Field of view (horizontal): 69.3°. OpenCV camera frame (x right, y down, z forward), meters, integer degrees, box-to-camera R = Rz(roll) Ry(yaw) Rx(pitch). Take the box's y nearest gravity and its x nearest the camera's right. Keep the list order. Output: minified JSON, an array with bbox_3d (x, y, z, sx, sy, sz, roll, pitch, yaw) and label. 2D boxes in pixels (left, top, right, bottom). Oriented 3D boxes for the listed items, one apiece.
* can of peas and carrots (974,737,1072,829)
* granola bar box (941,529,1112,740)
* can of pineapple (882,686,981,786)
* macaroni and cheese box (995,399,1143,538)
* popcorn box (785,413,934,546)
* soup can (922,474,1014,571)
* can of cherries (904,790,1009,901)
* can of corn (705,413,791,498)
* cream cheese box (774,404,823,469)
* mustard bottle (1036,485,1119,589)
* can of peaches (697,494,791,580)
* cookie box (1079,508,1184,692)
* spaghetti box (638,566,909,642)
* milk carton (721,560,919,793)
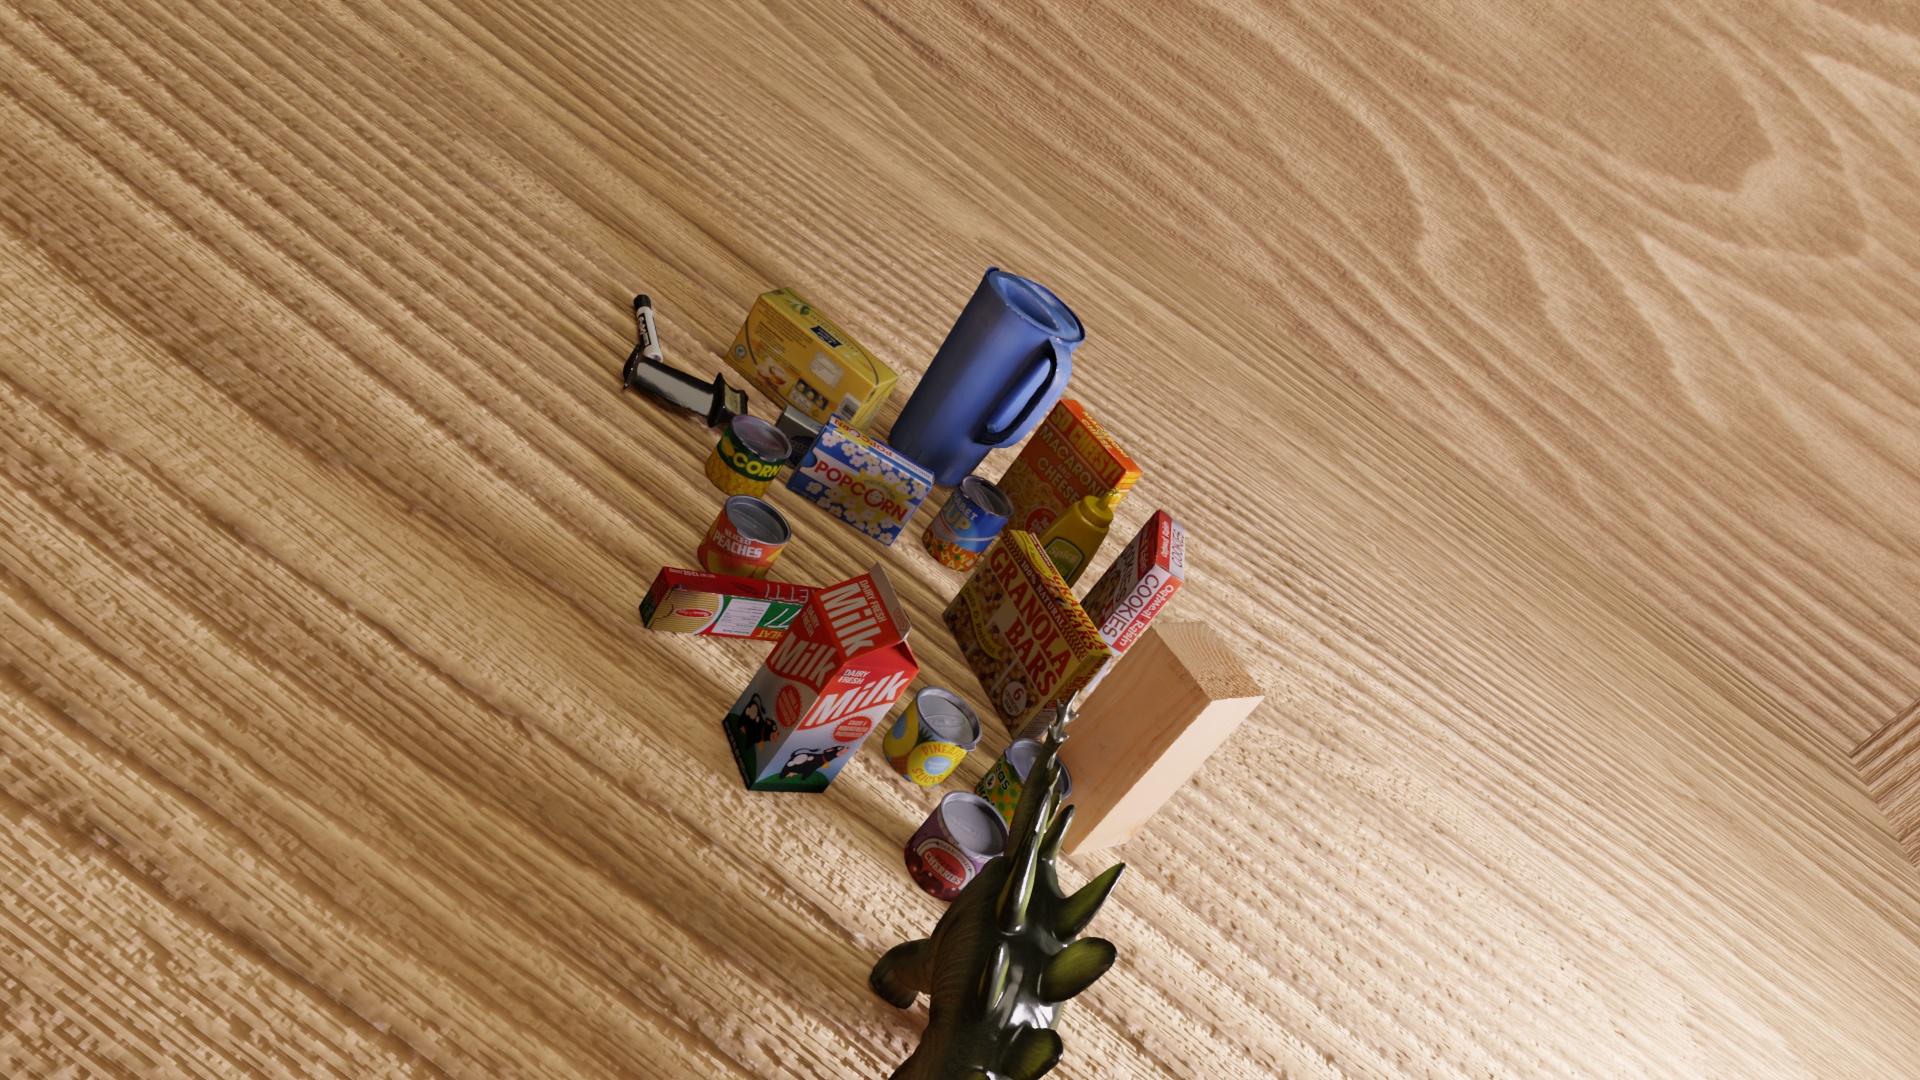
[{"bbox_3d":[0.052,0.214,1.199,0.071,0.058,0.071,28,28,-16],"label":"can of peas and carrots"},{"bbox_3d":[0.061,0.090,1.333,0.039,0.123,0.166,10,37,-42],"label":"granola bar box"},{"bbox_3d":[-0.024,0.169,1.183,0.071,0.057,0.071,28,28,-16],"label":"can of pineapple"},{"bbox_3d":[0.113,-0.059,1.580,0.040,0.165,0.124,-3,47,-52],"label":"macaroni and cheese box"},{"bbox_3d":[-0.102,-0.062,1.423,0.126,0.085,0.038,30,28,-12],"label":"popcorn box"},{"bbox_3d":[0.005,-0.019,1.481,0.071,0.083,0.072,28,28,-16],"label":"soup can"},{"bbox_3d":[-0.004,0.242,1.092,0.071,0.058,0.072,28,28,-16],"label":"can of cherries"},{"bbox_3d":[-0.208,-0.079,1.358,0.071,0.058,0.071,28,28,-16],"label":"can of corn"},{"bbox_3d":[-0.151,-0.093,1.449,0.104,0.053,0.024,30,28,-12],"label":"cream cheese box"},{"bbox_3d":[0.121,-0.001,1.505,0.065,0.159,0.049,35,27,-4],"label":"mustard bottle"},{"bbox_3d":[-0.195,0.002,1.245,0.071,0.057,0.071,28,28,-16],"label":"can of peaches"},{"bbox_3d":[0.171,0.061,1.457,0.040,0.166,0.123,33,27,-8],"label":"cookie box"},{"bbox_3d":[-0.156,0.063,1.204,0.250,0.050,0.029,10,37,-41],"label":"spaghetti box"},{"bbox_3d":[-0.098,0.105,1.052,0.073,0.189,0.072,11,37,-41],"label":"milk carton"}]
